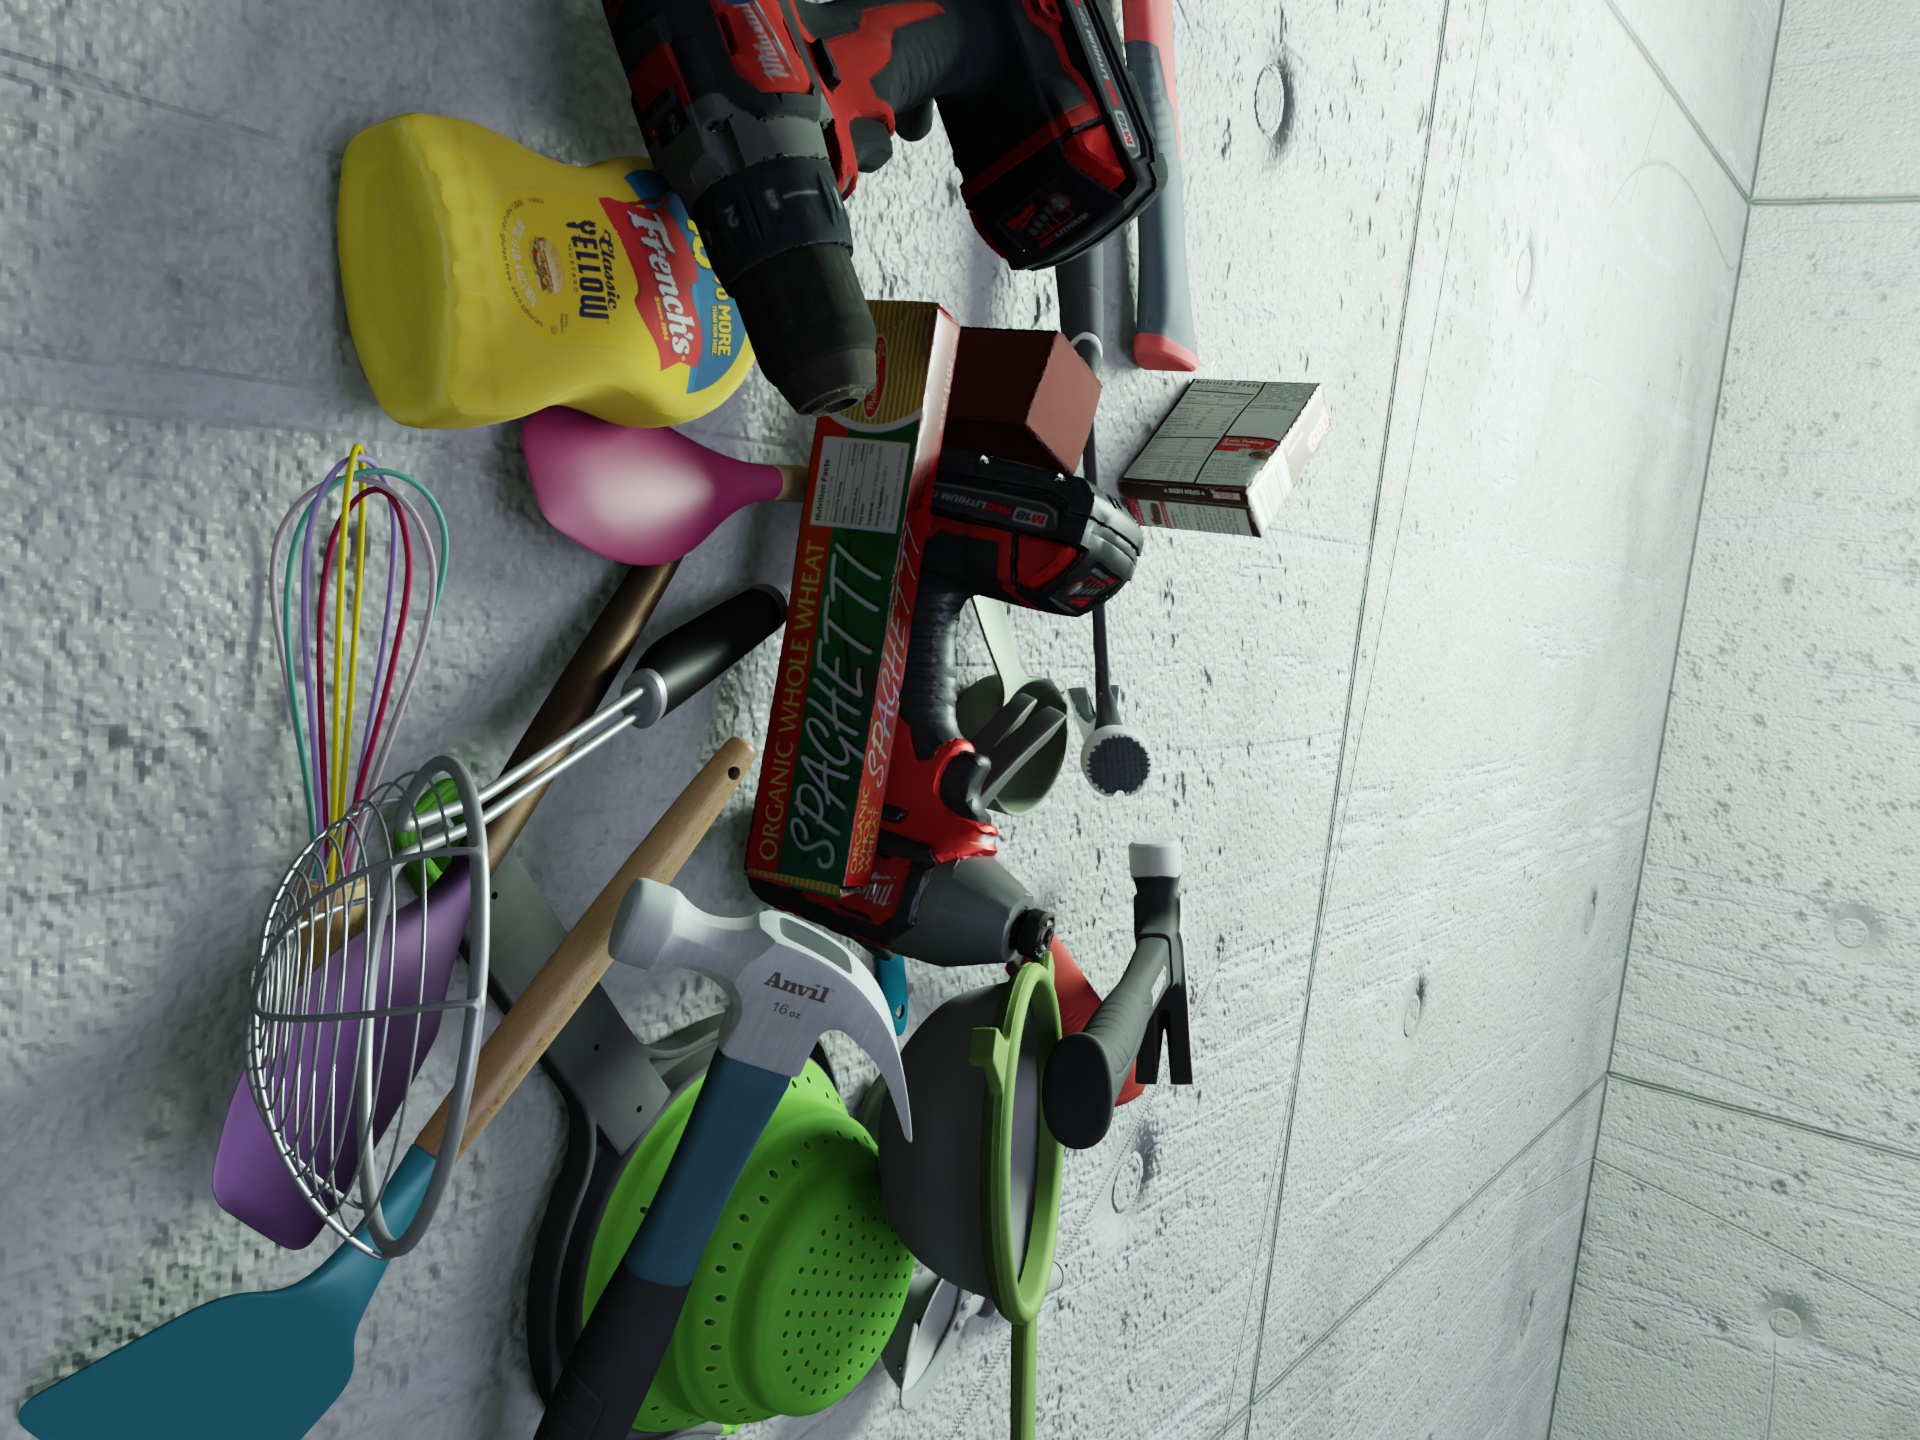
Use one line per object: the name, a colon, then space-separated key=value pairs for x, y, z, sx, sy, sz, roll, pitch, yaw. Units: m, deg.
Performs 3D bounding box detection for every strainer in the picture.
strainer: x=0.002 y=0.232 z=0.695 sx=0.151 sy=0.069 sz=0.256 roll=-23 pitch=113 yaw=-77
strainer: x=0.009 y=0.341 z=0.931 sx=0.258 sy=0.050 sz=0.087 roll=19 pitch=89 yaw=-62

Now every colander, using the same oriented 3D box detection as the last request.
colander: x=-0.108 y=0.180 z=0.662 sx=0.204 sy=0.094 sz=0.396 roll=-52 pitch=138 yaw=-34

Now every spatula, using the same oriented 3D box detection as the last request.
spatula: x=-0.174 y=0.126 z=0.556 sx=0.082 sy=0.044 sz=0.317 roll=51 pitch=62 yaw=-31
spatula: x=-0.163 y=0.031 z=0.565 sx=0.059 sy=0.018 sz=0.316 roll=59 pitch=42 yaw=-40

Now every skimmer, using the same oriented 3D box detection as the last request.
skimmer: x=-0.109 y=0.027 z=0.532 sx=0.127 sy=0.090 sz=0.363 roll=-66 pitch=174 yaw=25

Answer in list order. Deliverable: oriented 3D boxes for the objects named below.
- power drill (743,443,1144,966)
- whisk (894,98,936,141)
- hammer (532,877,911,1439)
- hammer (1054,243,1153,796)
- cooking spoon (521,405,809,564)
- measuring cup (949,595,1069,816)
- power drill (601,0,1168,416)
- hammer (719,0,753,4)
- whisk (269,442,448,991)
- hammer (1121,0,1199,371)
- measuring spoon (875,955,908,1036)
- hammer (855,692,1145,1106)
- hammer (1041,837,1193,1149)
power drill: x=-0.001 y=-0.002 z=0.707 sx=0.078 sy=0.143 sz=0.219 roll=18 pitch=89 yaw=-66
whisk: x=-0.008 y=-0.380 z=0.701 sx=0.055 sy=0.055 sz=0.239 roll=-10 pitch=112 yaw=-54
hammer: x=-0.121 y=0.218 z=0.606 sx=0.128 sy=0.033 sz=0.331 roll=20 pitch=108 yaw=-16
hammer: x=0.067 y=-0.173 z=0.838 sx=0.149 sy=0.036 sz=0.409 roll=-90 pitch=176 yaw=-80
cooking spoon: x=-0.067 y=-0.105 z=0.700 sx=0.319 sy=0.017 sz=0.069 roll=-11 pitch=84 yaw=-57
measuring cup: x=0.012 y=-0.025 z=0.834 sx=0.083 sy=0.038 sz=0.167 roll=-47 pitch=133 yaw=-38
power drill: x=-0.020 y=-0.216 z=0.613 sx=0.226 sy=0.080 sz=0.188 roll=-19 pitch=88 yaw=-45
hammer: x=-0.048 y=-0.399 z=0.543 sx=0.143 sy=0.035 sz=0.406 roll=46 pitch=43 yaw=-48
whisk: x=-0.206 y=0.031 z=0.530 sx=0.051 sy=0.047 sz=0.245 roll=-3 pitch=106 yaw=-43
hammer: x=0.110 y=-0.387 z=0.874 sx=0.143 sy=0.038 sz=0.386 roll=-38 pitch=129 yaw=-46
measuring spoon: x=-0.031 y=0.109 z=0.819 sx=0.042 sy=0.021 sz=0.128 roll=-30 pitch=123 yaw=-48
hammer: x=0.052 y=0.133 z=0.902 sx=0.149 sy=0.037 sz=0.358 roll=-51 pitch=144 yaw=-13
hammer: x=0.087 y=0.156 z=0.824 sx=0.335 sy=0.035 sz=0.146 roll=-16 pitch=103 yaw=-76
